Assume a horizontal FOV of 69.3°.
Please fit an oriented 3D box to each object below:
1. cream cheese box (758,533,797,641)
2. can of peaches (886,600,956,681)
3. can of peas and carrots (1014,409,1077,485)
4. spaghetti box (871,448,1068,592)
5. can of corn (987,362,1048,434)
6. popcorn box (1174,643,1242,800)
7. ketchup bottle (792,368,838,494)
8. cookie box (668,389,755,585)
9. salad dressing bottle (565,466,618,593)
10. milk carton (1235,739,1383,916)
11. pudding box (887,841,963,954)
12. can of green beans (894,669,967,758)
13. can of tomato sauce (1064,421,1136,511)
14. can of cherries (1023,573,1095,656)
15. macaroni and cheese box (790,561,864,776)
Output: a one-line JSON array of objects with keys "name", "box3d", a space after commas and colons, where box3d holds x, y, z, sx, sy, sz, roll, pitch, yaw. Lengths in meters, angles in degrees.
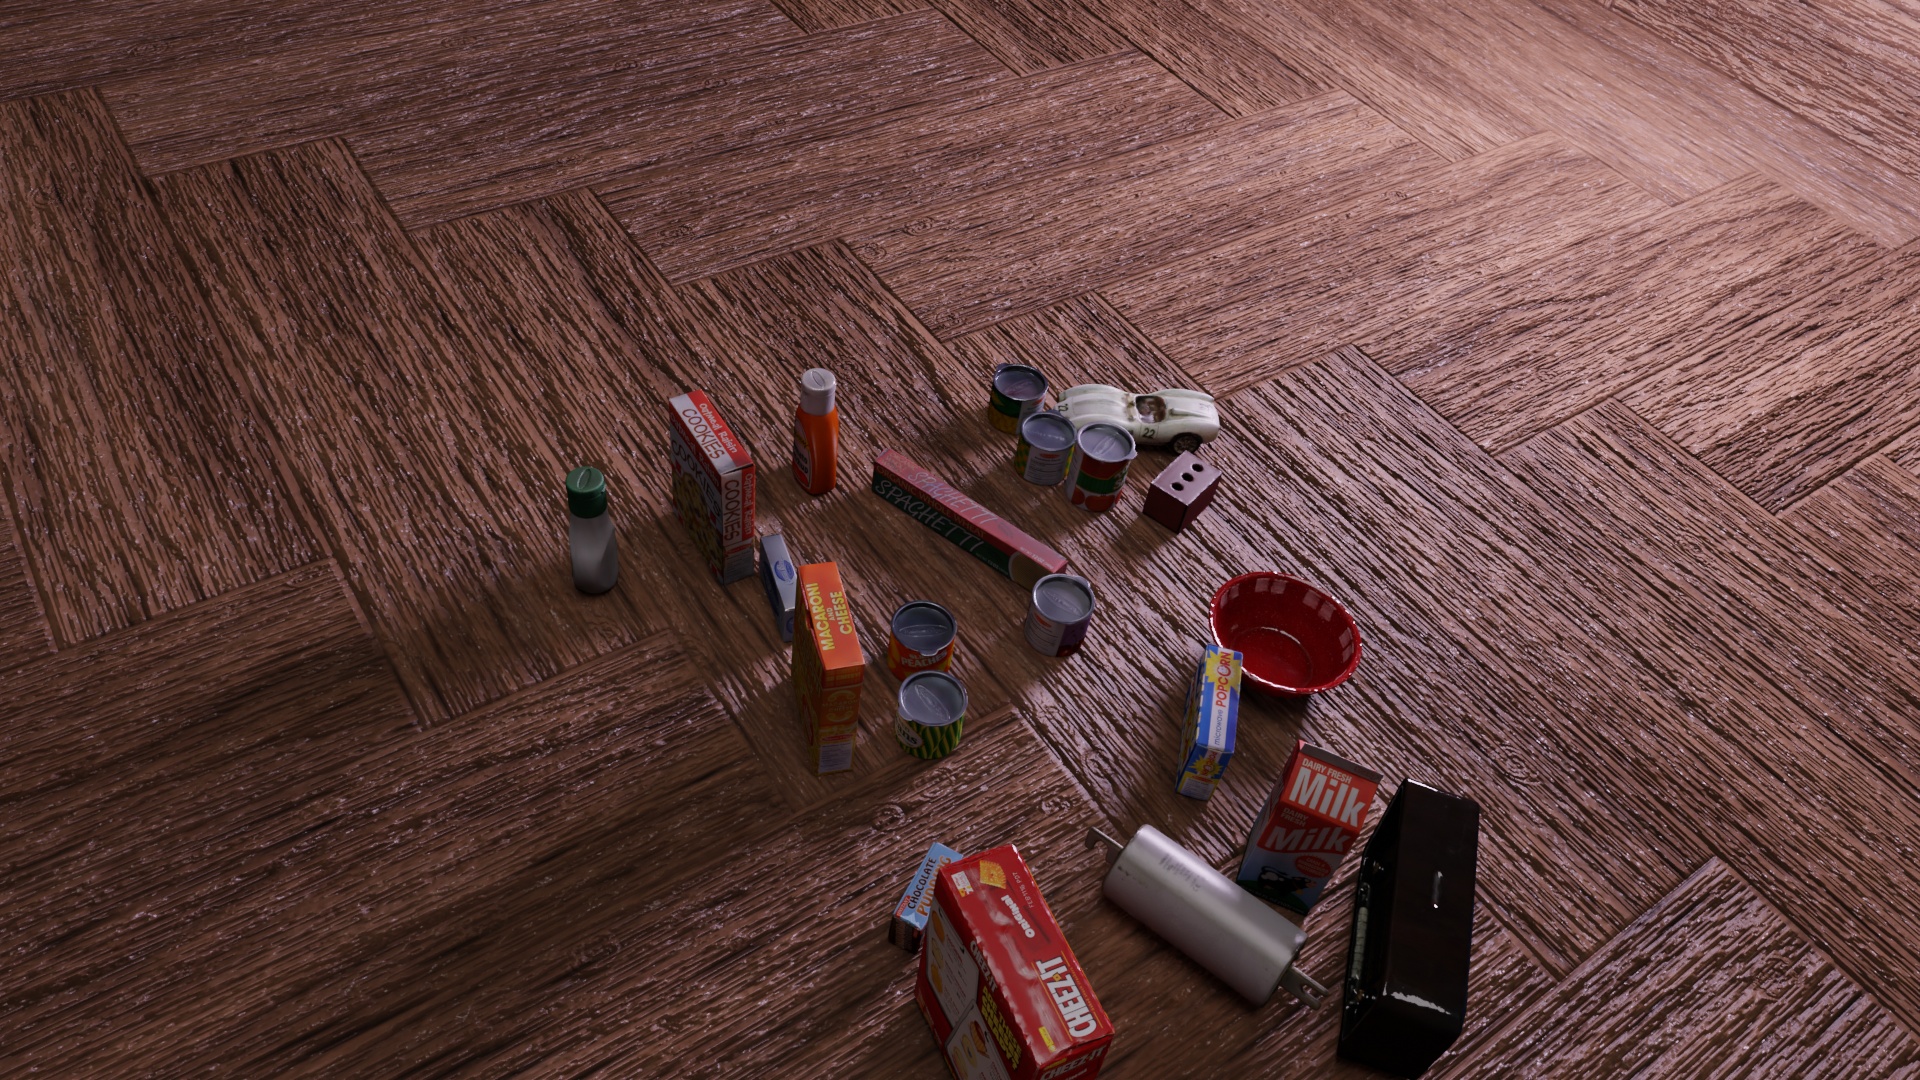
[{"name": "cream cheese box", "box3d": [-0.183, 0.048, 1.424, 0.024, 0.053, 0.104, -11, 50, -18]}, {"name": "can of peaches", "box3d": [-0.039, 0.105, 1.392, 0.071, 0.057, 0.071, 5, 47, -5]}, {"name": "can of peas and carrots", "box3d": [0.098, -0.108, 1.613, 0.071, 0.058, 0.071, 5, 47, -5]}, {"name": "spaghetti box", "box3d": [0.005, -0.019, 1.520, 0.250, 0.049, 0.029, 32, 51, 20]}, {"name": "can of corn", "box3d": [0.066, -0.171, 1.666, 0.071, 0.058, 0.071, 5, 47, -5]}, {"name": "popcorn box", "box3d": [0.242, 0.177, 1.351, 0.038, 0.084, 0.127, 13, 47, 3]}, {"name": "ketchup bottle", "box3d": [-0.158, -0.122, 1.522, 0.044, 0.148, 0.065, -18, 52, -24]}, {"name": "cookie box", "box3d": [-0.255, -0.054, 1.430, 0.040, 0.166, 0.123, -21, 54, -26]}, {"name": "salad dressing bottle", "box3d": [-0.369, -0.010, 1.385, 0.044, 0.146, 0.064, 9, 47, -1]}, {"name": "milk carton", "box3d": [0.308, 0.245, 1.226, 0.072, 0.189, 0.074, 21, 48, 10]}, {"name": "pudding box", "box3d": [-0.030, 0.310, 1.207, 0.030, 0.049, 0.084, 24, 48, 13]}, {"name": "can of green beans", "box3d": [-0.029, 0.168, 1.335, 0.071, 0.057, 0.071, 5, 47, -5]}, {"name": "can of tomato sauce", "box3d": [0.160, -0.083, 1.582, 0.071, 0.082, 0.071, 5, 47, -5]}, {"name": "can of cherries", "box3d": [0.104, 0.077, 1.441, 0.071, 0.058, 0.072, 5, 47, -5]}, {"name": "macaroni and cheese box", "box3d": [-0.126, 0.121, 1.289, 0.040, 0.165, 0.124, -7, 49, -15]}]
